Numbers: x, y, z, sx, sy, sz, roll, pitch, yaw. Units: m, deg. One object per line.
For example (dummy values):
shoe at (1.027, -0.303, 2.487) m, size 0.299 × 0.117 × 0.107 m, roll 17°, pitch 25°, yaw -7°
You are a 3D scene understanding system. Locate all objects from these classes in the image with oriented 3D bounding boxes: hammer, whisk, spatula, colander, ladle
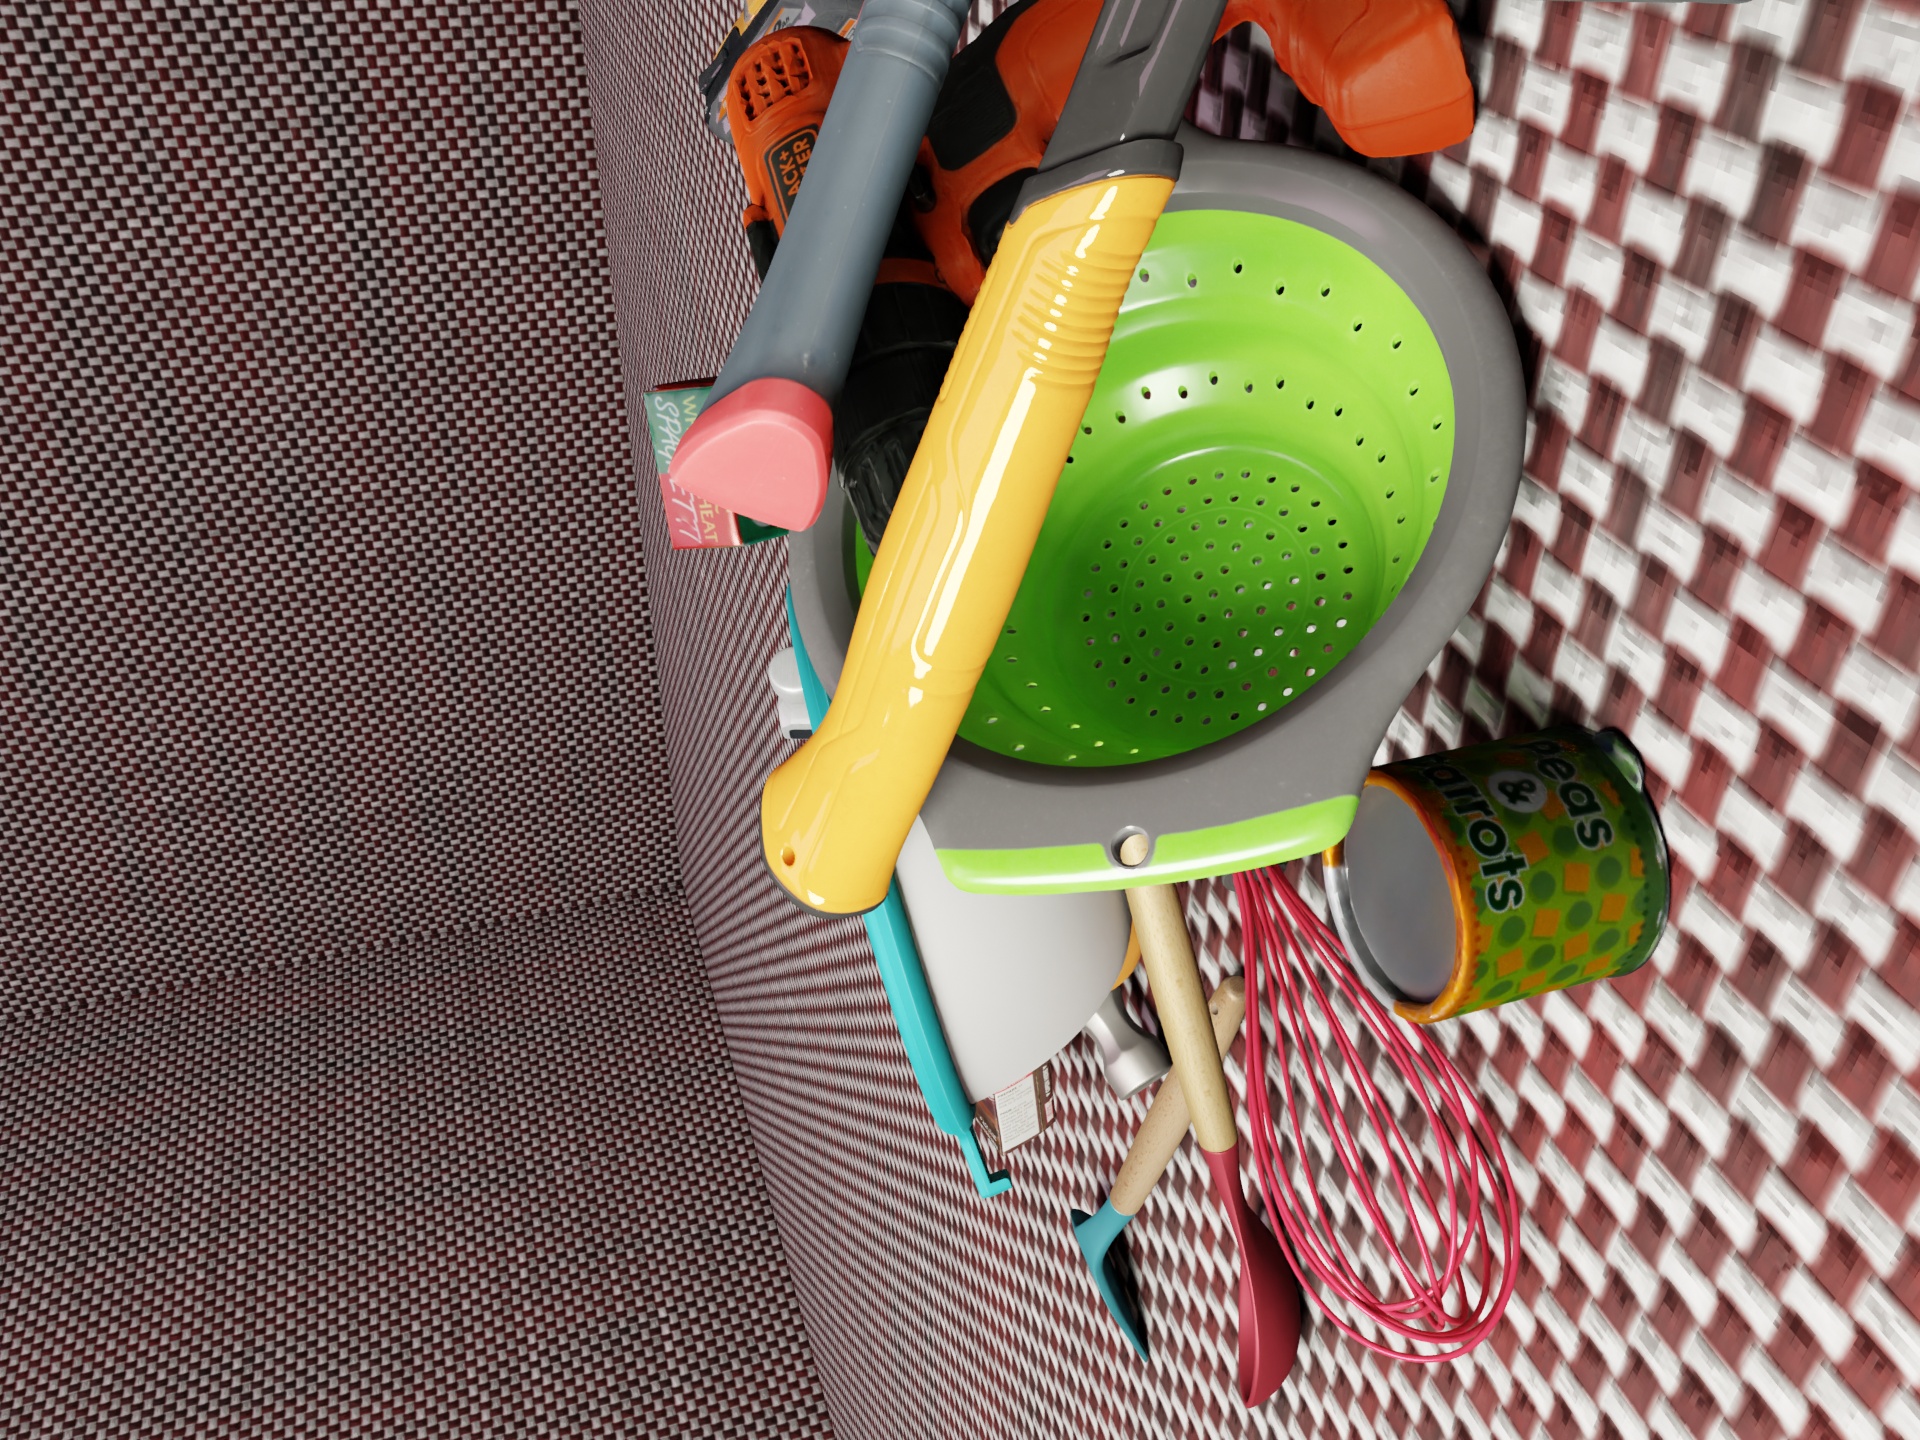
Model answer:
hammer at (0.007, -0.234, 0.392) m, size 0.386 × 0.038 × 0.143 m, roll -70°, pitch 20°, yaw 1°
whisk at (0.106, 0.067, 0.534) m, size 0.073 × 0.073 × 0.296 m, roll 98°, pitch 162°, yaw -49°
spatula at (0.092, 0.208, 0.743) m, size 0.317 × 0.044 × 0.082 m, roll 104°, pitch 153°, yaw -47°
hammer at (0.034, 0.173, 0.875) m, size 0.130 × 0.031 × 0.331 m, roll 56°, pitch 161°, yaw 17°
hammer at (0.024, -0.080, 0.318) m, size 0.127 × 0.034 × 0.336 m, roll 48°, pitch 131°, yaw 32°
colander at (0.061, -0.130, 0.491) m, size 0.094 × 0.204 × 0.397 m, roll 40°, pitch -134°, yaw -57°
ladle at (0.087, 0.131, 0.575) m, size 0.069 × 0.031 × 0.315 m, roll -82°, pitch -23°, yaw -61°
hammer at (-0.091, -0.142, 0.999) m, size 0.128 × 0.033 × 0.331 m, roll 92°, pitch 178°, yaw -67°

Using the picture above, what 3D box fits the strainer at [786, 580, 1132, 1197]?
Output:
strainer at (-0.001, -0.002, 0.634) m, size 0.341 × 0.095 × 0.210 m, roll -105°, pitch -1°, yaw -51°

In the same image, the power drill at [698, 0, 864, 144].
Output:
power drill at (-0.109, -0.412, 0.862) m, size 0.185 × 0.084 × 0.226 m, roll -33°, pitch 64°, yaw 45°

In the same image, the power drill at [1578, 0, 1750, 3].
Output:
power drill at (0.104, -0.242, 0.267) m, size 0.143 × 0.078 × 0.219 m, roll 26°, pitch 123°, yaw 43°

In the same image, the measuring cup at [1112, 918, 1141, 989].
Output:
measuring cup at (0.020, 0.045, 0.721) m, size 0.174 × 0.095 × 0.052 m, roll 50°, pitch 145°, yaw 29°

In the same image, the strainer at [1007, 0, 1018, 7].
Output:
strainer at (0.025, -0.289, 0.629) m, size 0.087 × 0.050 × 0.258 m, roll 11°, pitch 105°, yaw 54°
